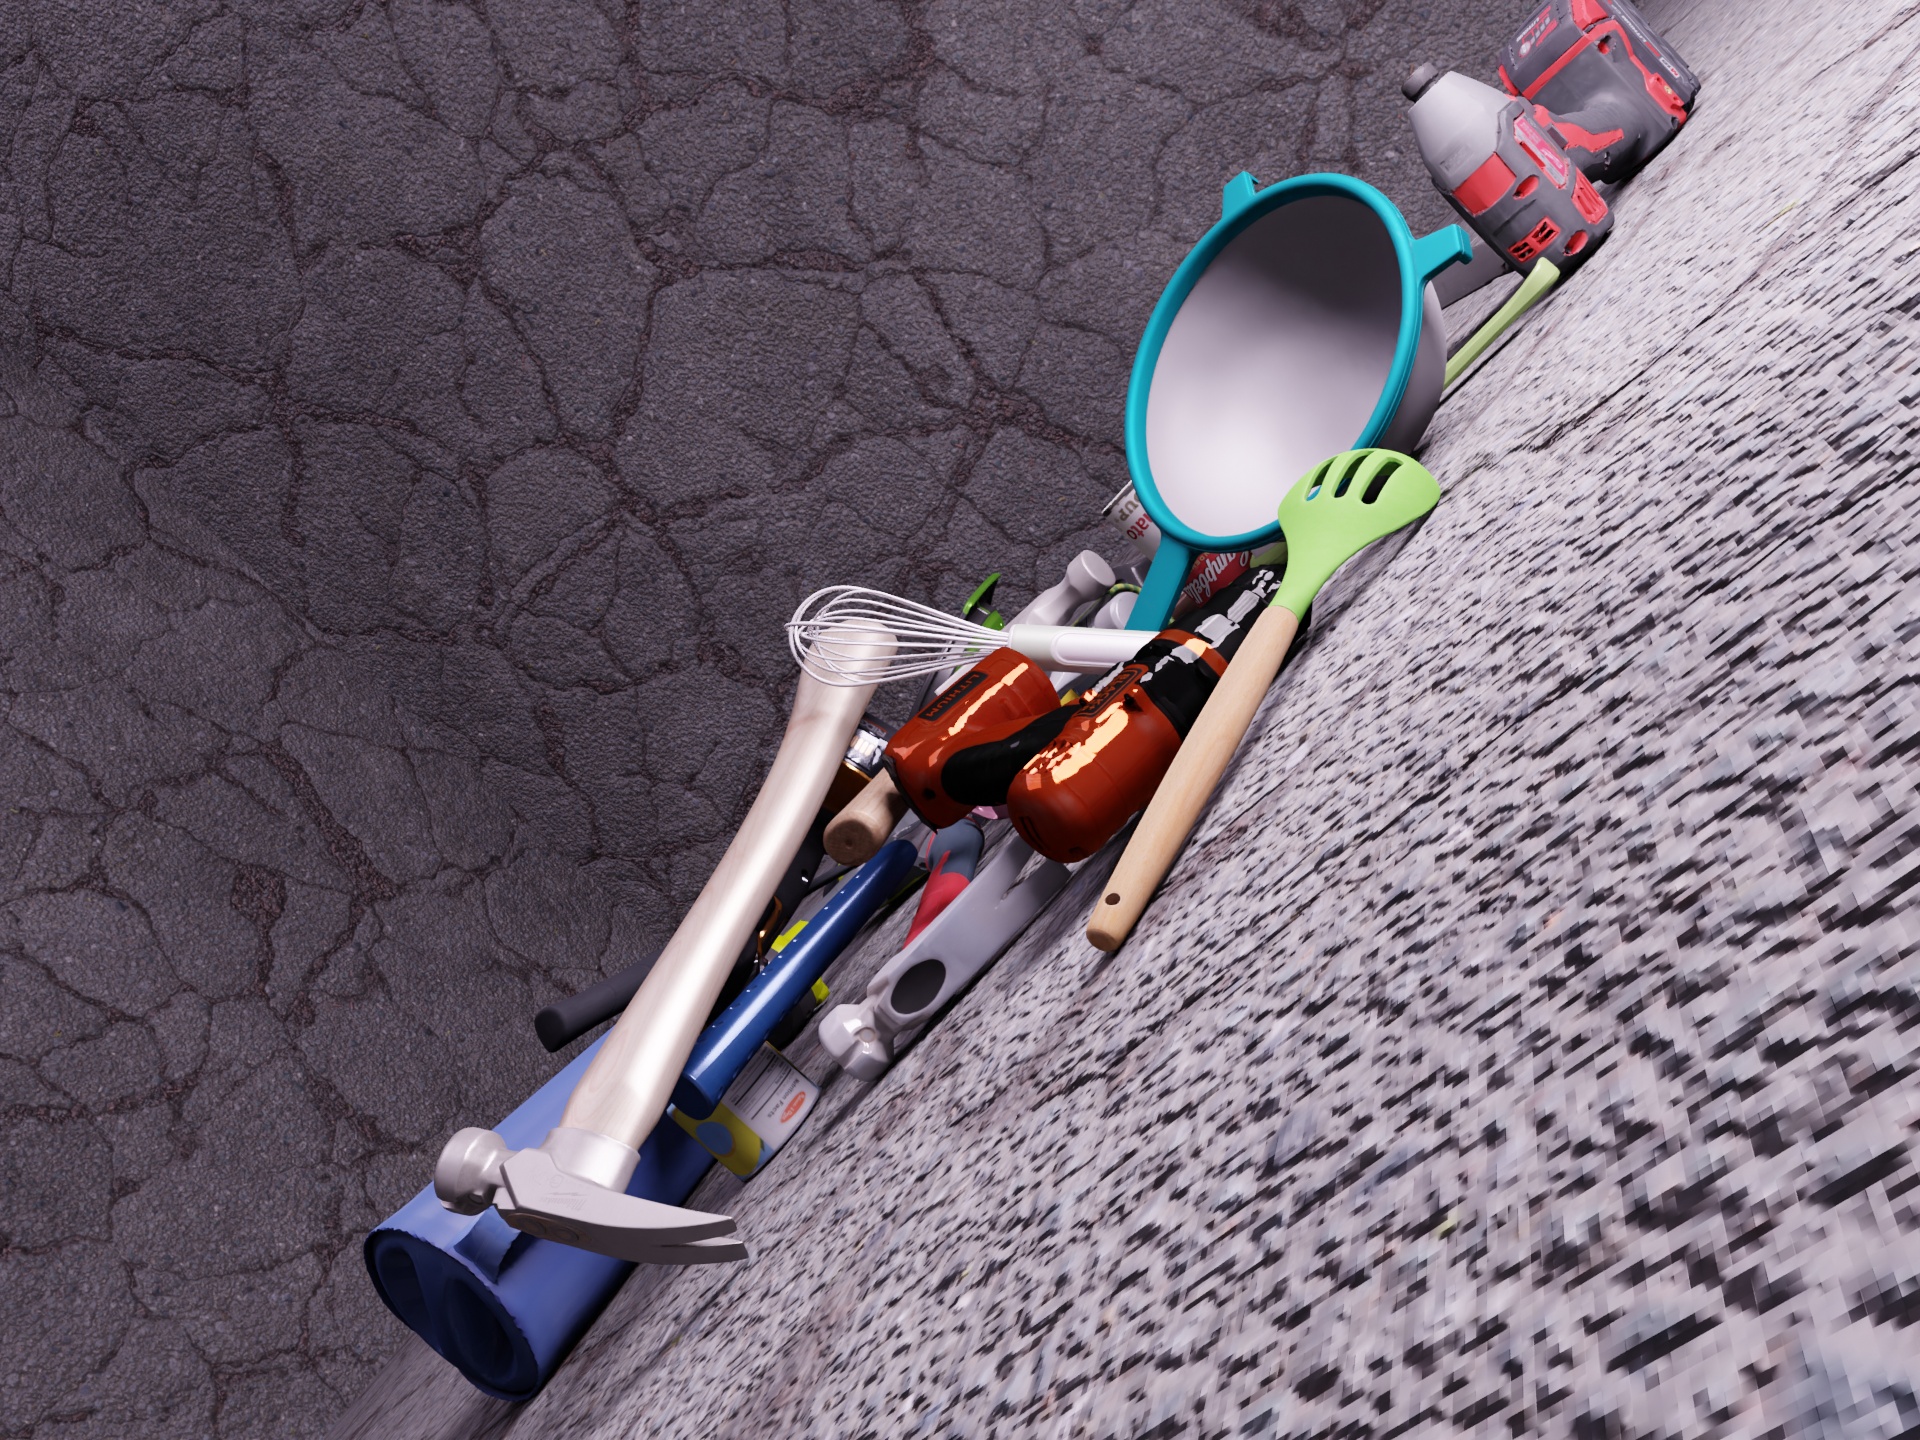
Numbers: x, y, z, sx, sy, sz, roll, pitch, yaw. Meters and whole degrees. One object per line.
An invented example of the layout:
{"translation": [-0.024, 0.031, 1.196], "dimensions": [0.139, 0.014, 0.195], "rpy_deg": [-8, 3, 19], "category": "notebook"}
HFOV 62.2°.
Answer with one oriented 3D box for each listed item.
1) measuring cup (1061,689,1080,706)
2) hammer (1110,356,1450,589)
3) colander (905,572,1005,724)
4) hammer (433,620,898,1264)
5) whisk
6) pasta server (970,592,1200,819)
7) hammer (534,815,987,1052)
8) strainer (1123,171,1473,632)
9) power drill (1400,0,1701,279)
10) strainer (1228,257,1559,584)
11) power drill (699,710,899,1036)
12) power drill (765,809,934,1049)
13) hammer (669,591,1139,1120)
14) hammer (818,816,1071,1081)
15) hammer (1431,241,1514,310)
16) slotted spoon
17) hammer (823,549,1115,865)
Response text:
{"translation": [0.098, -0.035, 1.195], "dimensions": [0.062, 0.029, 0.156], "rpy_deg": [-46, -7, -18], "category": "measuring cup"}
{"translation": [0.223, -0.175, 1.150], "dimensions": [0.146, 0.035, 0.334], "rpy_deg": [-24, -10, -38], "category": "hammer"}
{"translation": [-0.008, 0.043, 1.659], "dimensions": [0.397, 0.094, 0.204], "rpy_deg": [-67, -7, 28], "category": "colander"}
{"translation": [-0.105, 0.087, 0.828], "dimensions": [0.411, 0.146, 0.038], "rpy_deg": [-66, -25, -43], "category": "hammer"}
{"translation": [0.021, -0.042, 0.872], "dimensions": [0.059, 0.246, 0.058], "rpy_deg": [30, -116, -76], "category": "whisk"}
{"translation": [0.115, -0.041, 1.133], "dimensions": [0.316, 0.040, 0.060], "rpy_deg": [-46, 38, -10], "category": "pasta server"}
{"translation": [-0.117, 0.124, 1.150], "dimensions": [0.409, 0.036, 0.149], "rpy_deg": [-28, -10, -21], "category": "hammer"}
{"translation": [0.170, -0.128, 0.902], "dimensions": [0.211, 0.095, 0.340], "rpy_deg": [42, 114, 52], "category": "strainer"}
{"translation": [0.350, -0.362, 0.956], "dimensions": [0.220, 0.143, 0.078], "rpy_deg": [-46, 3, -37], "category": "power drill"}
{"translation": [0.243, -0.195, 0.959], "dimensions": [0.256, 0.069, 0.151], "rpy_deg": [-48, 1, 41], "category": "strainer"}
{"translation": [-0.110, 0.092, 0.962], "dimensions": [0.226, 0.084, 0.185], "rpy_deg": [-59, -3, -29], "category": "power drill"}
{"translation": [-0.116, 0.174, 1.327], "dimensions": [0.228, 0.080, 0.190], "rpy_deg": [-45, 1, -37], "category": "power drill"}
{"translation": [-0.028, 0.071, 0.917], "dimensions": [0.405, 0.035, 0.144], "rpy_deg": [-46, 3, -36], "category": "hammer"}
{"translation": [0.002, 0.092, 0.932], "dimensions": [0.143, 0.038, 0.386], "rpy_deg": [-46, 2, 7], "category": "hammer"}
{"translation": [0.317, -0.283, 1.209], "dimensions": [0.149, 0.037, 0.359], "rpy_deg": [-29, -1, -1], "category": "hammer"}
{"translation": [0.123, -0.025, 0.647], "dimensions": [0.070, 0.031, 0.314], "rpy_deg": [7, 45, 33], "category": "slotted spoon"}
{"translation": [-0.001, -0.003, 0.931], "dimensions": [0.130, 0.031, 0.331], "rpy_deg": [-42, 4, 31], "category": "hammer"}
